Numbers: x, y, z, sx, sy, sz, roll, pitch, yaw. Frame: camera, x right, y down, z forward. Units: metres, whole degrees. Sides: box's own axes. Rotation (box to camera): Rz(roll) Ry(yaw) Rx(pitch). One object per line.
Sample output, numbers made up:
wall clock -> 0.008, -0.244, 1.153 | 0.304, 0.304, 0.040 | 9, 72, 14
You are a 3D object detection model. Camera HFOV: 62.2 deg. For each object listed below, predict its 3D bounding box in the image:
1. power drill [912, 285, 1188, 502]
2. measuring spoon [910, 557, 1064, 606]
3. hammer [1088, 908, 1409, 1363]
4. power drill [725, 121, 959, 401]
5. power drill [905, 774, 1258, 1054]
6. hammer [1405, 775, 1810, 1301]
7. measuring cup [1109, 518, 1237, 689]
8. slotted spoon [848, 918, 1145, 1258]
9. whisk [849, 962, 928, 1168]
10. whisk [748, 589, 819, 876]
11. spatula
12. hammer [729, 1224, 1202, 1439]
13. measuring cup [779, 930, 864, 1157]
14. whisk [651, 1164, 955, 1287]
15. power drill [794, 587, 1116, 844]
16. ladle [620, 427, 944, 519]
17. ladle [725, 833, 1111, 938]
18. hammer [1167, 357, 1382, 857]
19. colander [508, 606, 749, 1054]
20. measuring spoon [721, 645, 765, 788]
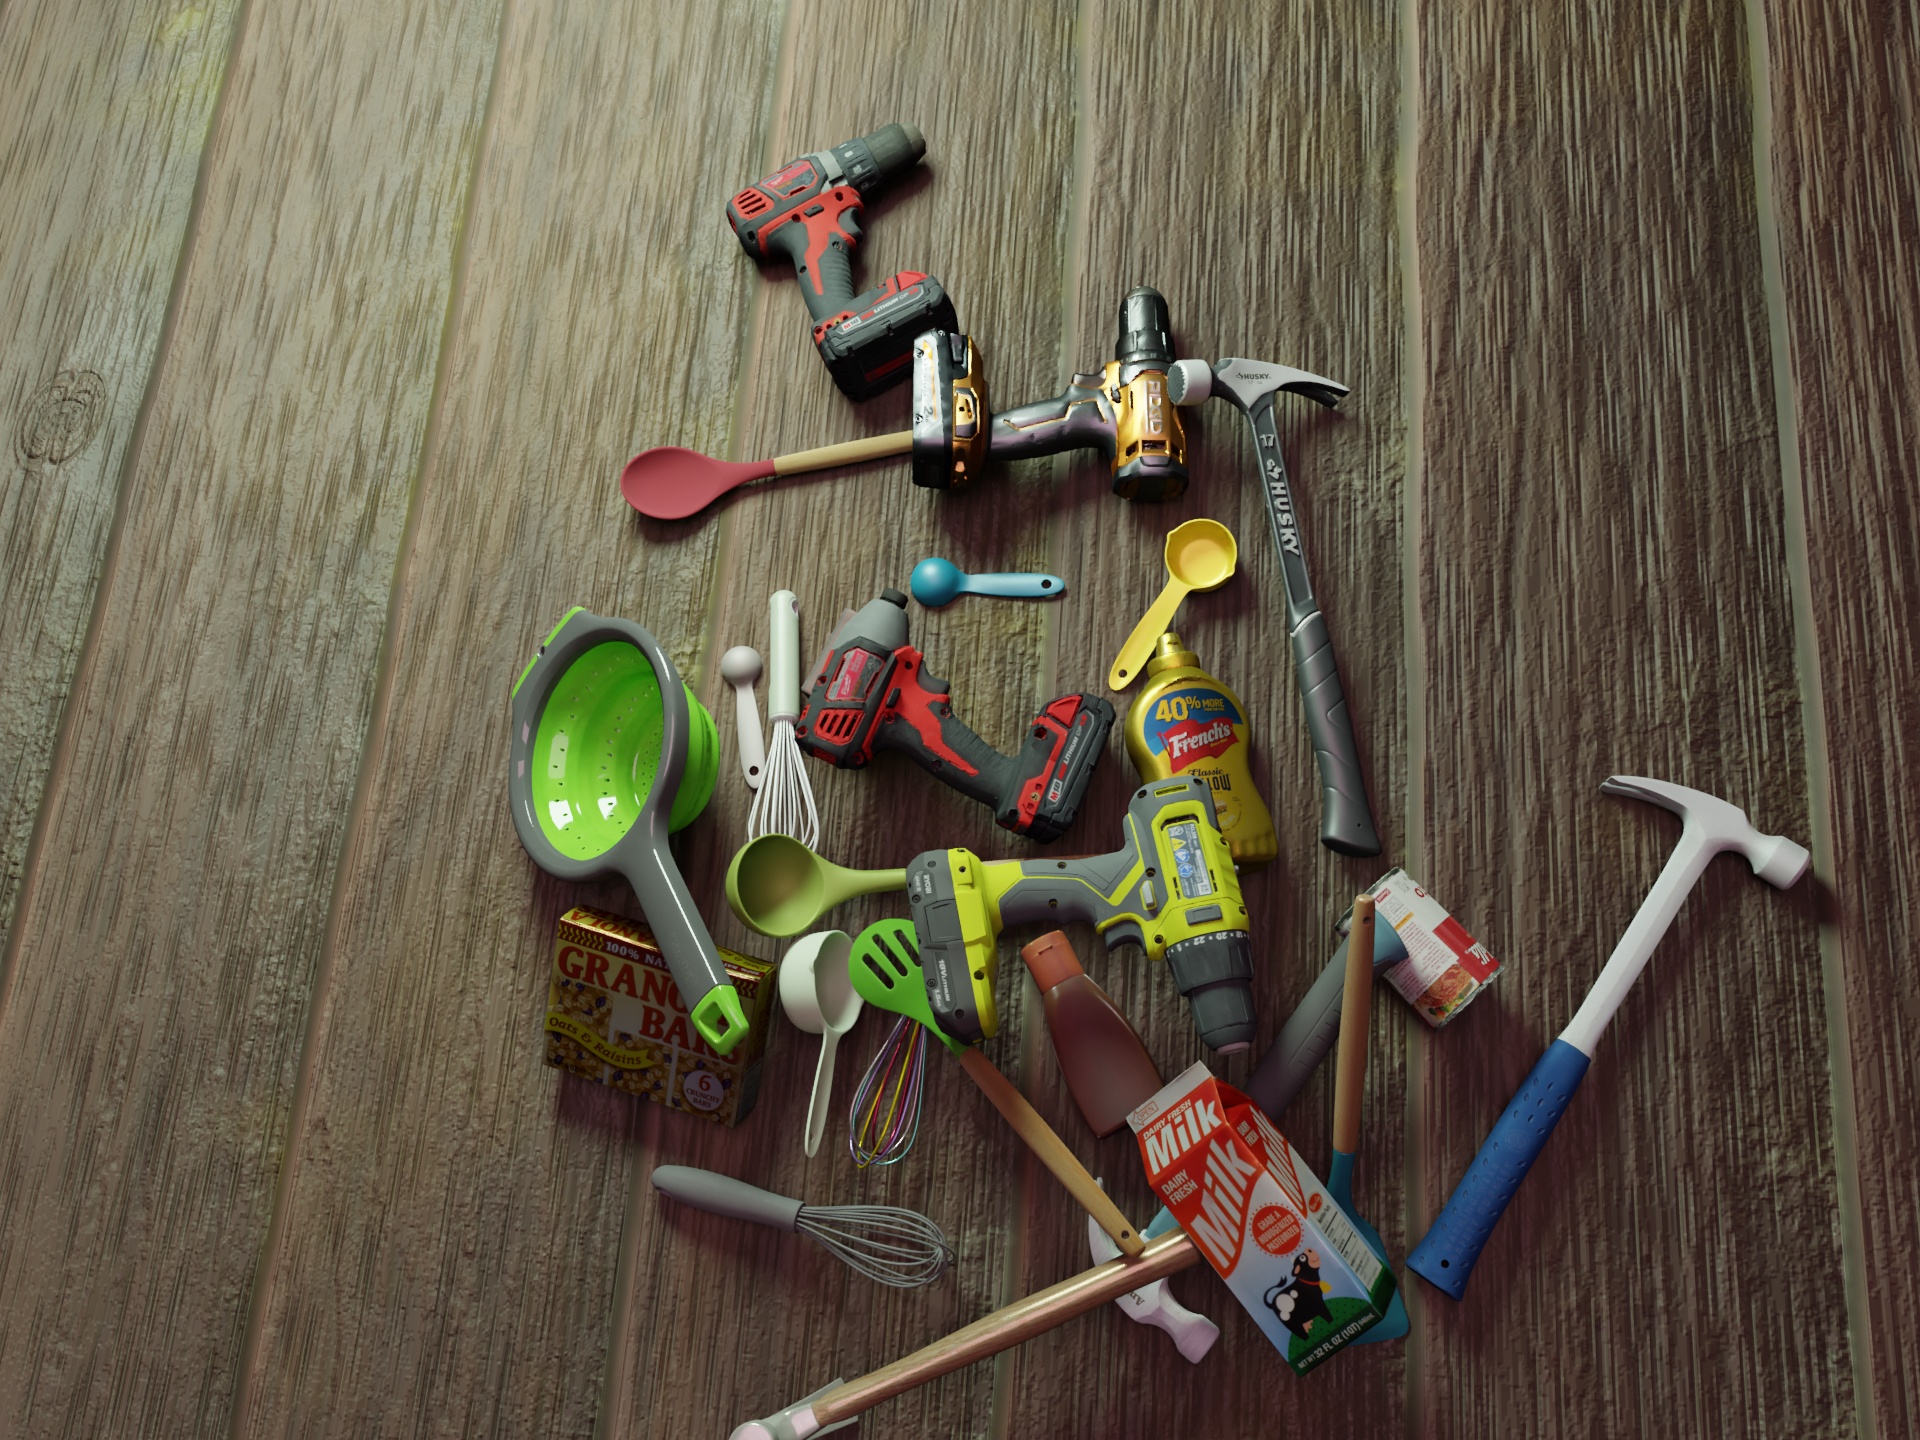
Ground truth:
power drill -> 0.074, -0.273, 1.305 | 0.226, 0.084, 0.185 | 1, 73, -2
measuring spoon -> 0.021, -0.115, 1.299 | 0.128, 0.021, 0.042 | 2, 73, 10
hammer -> 0.207, 0.274, 1.110 | 0.128, 0.033, 0.331 | 35, 93, 17
power drill -> -0.081, -0.411, 1.383 | 0.188, 0.080, 0.227 | -28, 68, -1
power drill -> 0.088, 0.152, 1.108 | 0.228, 0.080, 0.191 | -12, 69, 1
hammer -> 0.434, 0.220, 1.125 | 0.144, 0.035, 0.405 | 33, 80, 16
measuring cup -> 0.166, -0.089, 1.274 | 0.062, 0.029, 0.156 | 34, 92, 17
slotted spoon -> 0.023, 0.253, 1.124 | 0.070, 0.031, 0.314 | -38, 61, -11
whisk -> -0.029, 0.218, 1.192 | 0.051, 0.047, 0.245 | 16, 72, 14
whisk -> -0.142, 0.007, 1.275 | 0.059, 0.057, 0.246 | -9, 67, 15
spatula -> 0.266, 0.270, 1.070 | 0.082, 0.044, 0.317 | -2, 105, -8
hammer -> 0.009, 0.422, 1.077 | 0.331, 0.130, 0.031 | -24, 71, -1
measuring cup -> -0.111, 0.237, 1.172 | 0.038, 0.083, 0.168 | -6, 61, 25
whisk -> -0.118, 0.363, 1.160 | 0.239, 0.055, 0.055 | 11, 74, 17
power drill -> -0.002, -0.004, 1.210 | 0.219, 0.078, 0.143 | 23, 77, -1
ladle -> -0.132, -0.222, 1.355 | 0.315, 0.031, 0.069 | -10, 74, 3
ladle -> -0.014, 0.115, 1.188 | 0.320, 0.062, 0.078 | -4, 79, -1
hammer -> 0.268, -0.094, 1.236 | 0.149, 0.036, 0.409 | -5, 75, -18
colander -> -0.218, 0.085, 1.192 | 0.204, 0.094, 0.398 | -49, 52, 21
measuring spoon -> -0.175, -0.005, 1.296 | 0.034, 0.018, 0.124 | -11, 72, 5
